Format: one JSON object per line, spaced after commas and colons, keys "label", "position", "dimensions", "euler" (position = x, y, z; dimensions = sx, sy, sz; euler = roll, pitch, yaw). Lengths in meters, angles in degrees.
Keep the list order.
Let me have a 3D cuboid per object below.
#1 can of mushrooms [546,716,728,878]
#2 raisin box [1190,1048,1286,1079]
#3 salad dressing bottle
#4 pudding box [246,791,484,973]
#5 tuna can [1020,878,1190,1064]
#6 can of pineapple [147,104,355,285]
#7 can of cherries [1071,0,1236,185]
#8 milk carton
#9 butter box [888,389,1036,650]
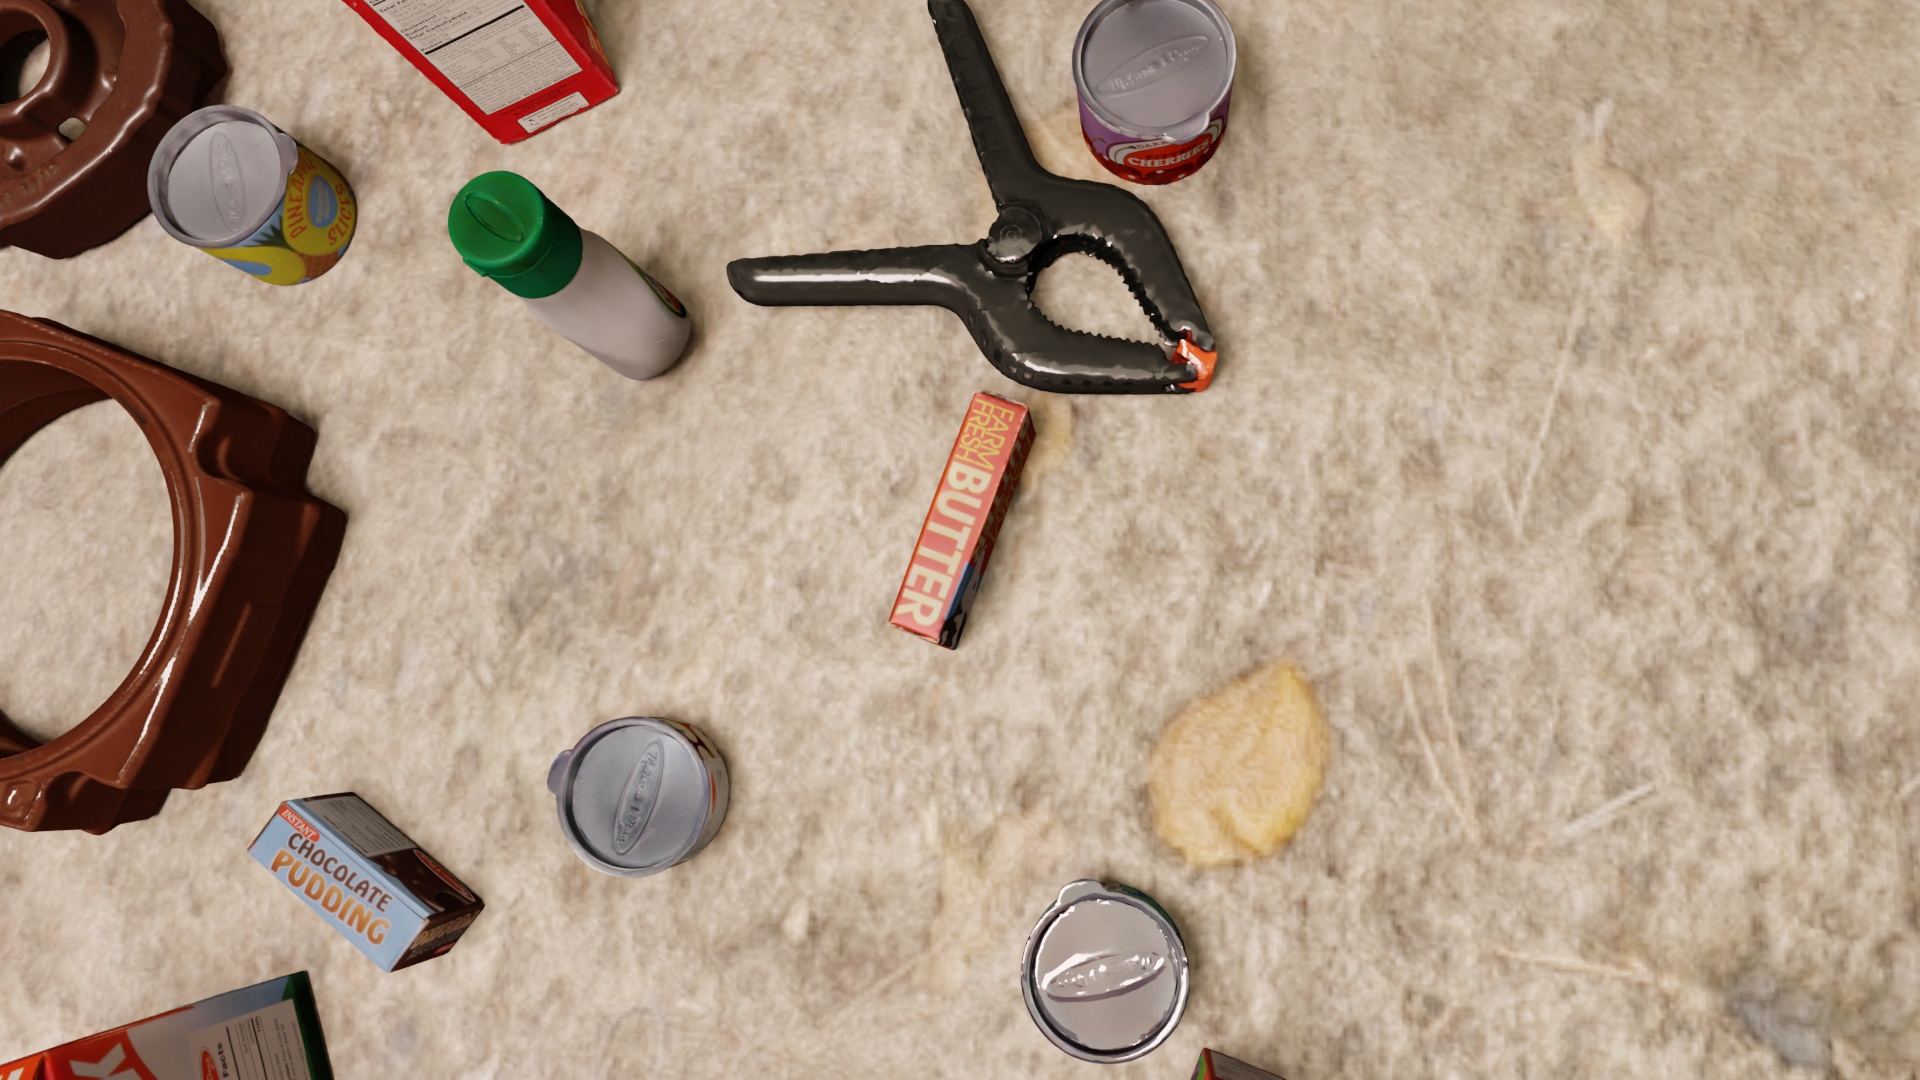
{"label": "can of mushrooms", "position": [-0.136, 0.107, 0.589], "dimensions": [0.071, 0.033, 0.071], "euler": [-1, 82, 7]}
{"label": "raisin box", "position": [0.093, 0.243, 0.496], "dimensions": [0.040, 0.123, 0.086], "euler": [21, 86, 9]}
{"label": "salad dressing bottle", "position": [-0.155, -0.104, 0.561], "dimensions": [0.064, 0.147, 0.044], "euler": [38, 89, 10]}
{"label": "pudding box", "position": [-0.251, 0.143, 0.590], "dimensions": [0.084, 0.049, 0.030], "euler": [35, 88, 10]}
{"label": "tuna can", "position": [0.057, 0.169, 0.556], "dimensions": [0.071, 0.033, 0.071], "euler": [-1, 82, 7]}
{"label": "can of pineapple", "position": [-0.320, -0.156, 0.635], "dimensions": [0.071, 0.058, 0.071], "euler": [-1, 83, 7]}
{"label": "can of cherries", "position": [0.082, -0.189, 0.588], "dimensions": [0.071, 0.058, 0.071], "euler": [-1, 83, 7]}
{"label": "milk carton", "position": [-0.323, 0.222, 0.517], "dimensions": [0.072, 0.190, 0.073], "euler": [-20, 81, 5]}
{"label": "butter box", "position": [0.002, -0.007, 0.577], "dimensions": [0.024, 0.053, 0.103], "euler": [20, 85, 9]}
